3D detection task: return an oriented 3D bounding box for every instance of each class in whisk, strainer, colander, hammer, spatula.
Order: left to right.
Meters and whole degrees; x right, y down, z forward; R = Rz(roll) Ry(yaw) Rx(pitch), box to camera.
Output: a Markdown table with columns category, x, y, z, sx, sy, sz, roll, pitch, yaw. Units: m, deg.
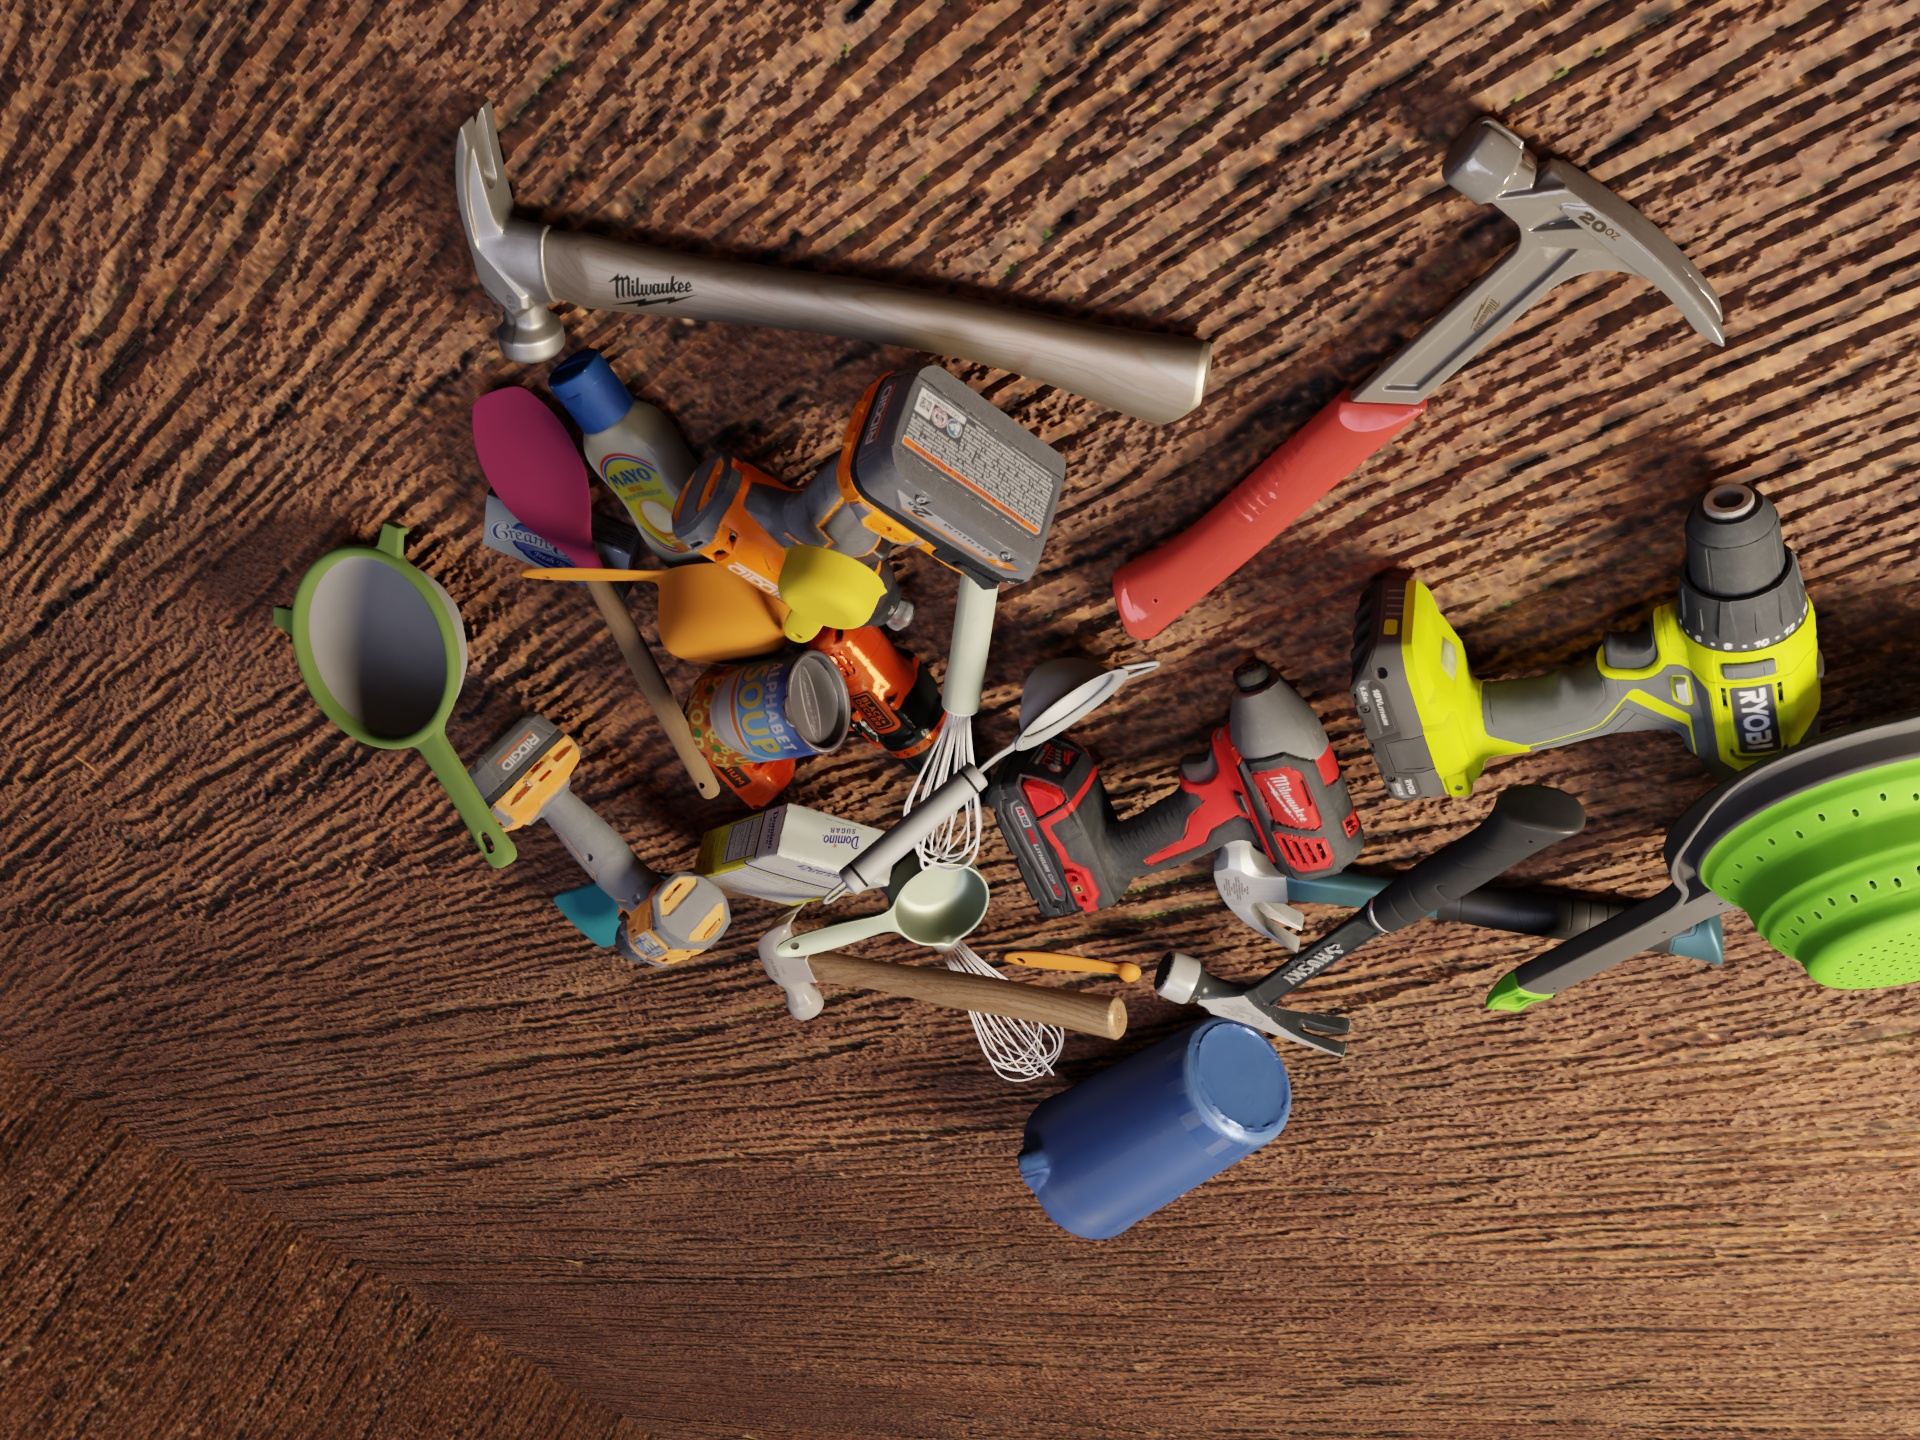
| category | x | y | z | sx | sy | sz | roll | pitch | yaw |
| --- | --- | --- | --- | --- | --- | --- | --- | --- | --- |
| strainer | -0.382 | -0.013 | 1.164 | 0.151 | 0.069 | 0.256 | -28 | 94 | 29 |
| spatula | -0.197 | 0.152 | 1.348 | 0.317 | 0.044 | 0.082 | -5 | 138 | 28 |
| hammer | -0.071 | -0.228 | 0.843 | 0.410 | 0.038 | 0.146 | 12 | 140 | 11 |
| hammer | -0.023 | 0.210 | 1.271 | 0.331 | 0.031 | 0.129 | 4 | 132 | 31 |
| whisk | -0.002 | -0.003 | 1.025 | 0.059 | 0.058 | 0.246 | 24 | 124 | 24 |
| whisk | 0.004 | 0.199 | 1.307 | 0.070 | 0.070 | 0.284 | -13 | 126 | 35 |
| strainer | 0.013 | 0.029 | 0.994 | 0.050 | 0.258 | 0.086 | 48 | 173 | 12 |
| hammer | 0.201 | -0.139 | 0.823 | 0.149 | 0.037 | 0.359 | 32 | 140 | -13 |
| hammer | 0.270 | 0.136 | 1.039 | 0.149 | 0.036 | 0.408 | 23 | 150 | -6 |
| hammer | 0.337 | 0.123 | 1.075 | 0.331 | 0.033 | 0.128 | 6 | 139 | 18 |
| colander | 0.456 | 0.122 | 0.905 | 0.204 | 0.095 | 0.397 | 10 | 146 | -26 |

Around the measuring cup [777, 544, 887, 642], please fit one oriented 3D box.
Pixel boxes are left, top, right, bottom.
| category | x | y | z | sx | sy | sz | roll | pitch | yaw |
| --- | --- | --- | --- | --- | --- | --- | --- | --- | --- |
| measuring cup | -0.087 | -0.060 | 0.925 | 0.062 | 0.029 | 0.156 | 23 | 161 | -10 |

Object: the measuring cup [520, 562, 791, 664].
| category | x | y | z | sx | sy | sz | roll | pitch | yaw |
| --- | --- | --- | --- | --- | --- | --- | --- | --- | --- |
| measuring cup | -0.190 | -0.067 | 1.011 | 0.173 | 0.052 | 0.095 | 2 | 170 | -22 |

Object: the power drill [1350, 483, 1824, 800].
| category | x | y | z | sx | sy | sz | roll | pitch | yaw |
| --- | --- | --- | --- | --- | --- | --- | --- | --- | --- |
| power drill | 0.333 | -0.035 | 0.855 | 0.228 | 0.080 | 0.190 | -7 | 135 | 27 |

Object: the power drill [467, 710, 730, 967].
| category | x | y | z | sx | sy | sz | roll | pitch | yaw |
| --- | --- | --- | --- | --- | --- | --- | --- | --- | --- |
| power drill | -0.296 | 0.110 | 1.272 | 0.226 | 0.084 | 0.185 | 45 | 152 | -8 |

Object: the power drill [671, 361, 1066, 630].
| category | x | y | z | sx | sy | sz | roll | pitch | yaw |
| --- | --- | --- | --- | --- | --- | --- | --- | --- | --- |
| power drill | -0.045 | -0.111 | 0.910 | 0.164 | 0.084 | 0.226 | 30 | 156 | -31 |

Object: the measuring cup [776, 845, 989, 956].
| category | x | y | z | sx | sy | sz | roll | pitch | yaw |
| --- | --- | --- | --- | --- | --- | --- | --- | --- | --- |
| measuring cup | -0.062 | 0.144 | 1.219 | 0.167 | 0.038 | 0.083 | -16 | 123 | -7 |

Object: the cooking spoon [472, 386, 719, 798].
| category | x | y | z | sx | sy | sz | roll | pitch | yaw |
| --- | --- | --- | --- | --- | --- | --- | --- | --- | --- |
| cooking spoon | -0.232 | -0.075 | 1.057 | 0.069 | 0.017 | 0.318 | -12 | 120 | 19 |

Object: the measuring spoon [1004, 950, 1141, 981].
| category | x | y | z | sx | sy | sz | roll | pitch | yaw |
| --- | --- | --- | --- | --- | --- | --- | --- | --- | --- |
| measuring spoon | 0.090 | 0.202 | 1.300 | 0.117 | 0.011 | 0.021 | 3 | 139 | 21 |

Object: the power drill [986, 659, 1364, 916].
| category | x | y | z | sx | sy | sz | roll | pitch | yaw |
| --- | --- | --- | --- | --- | --- | --- | --- | --- | --- |
| power drill | 0.137 | 0.045 | 1.030 | 0.220 | 0.078 | 0.143 | -14 | 110 | 30 |
